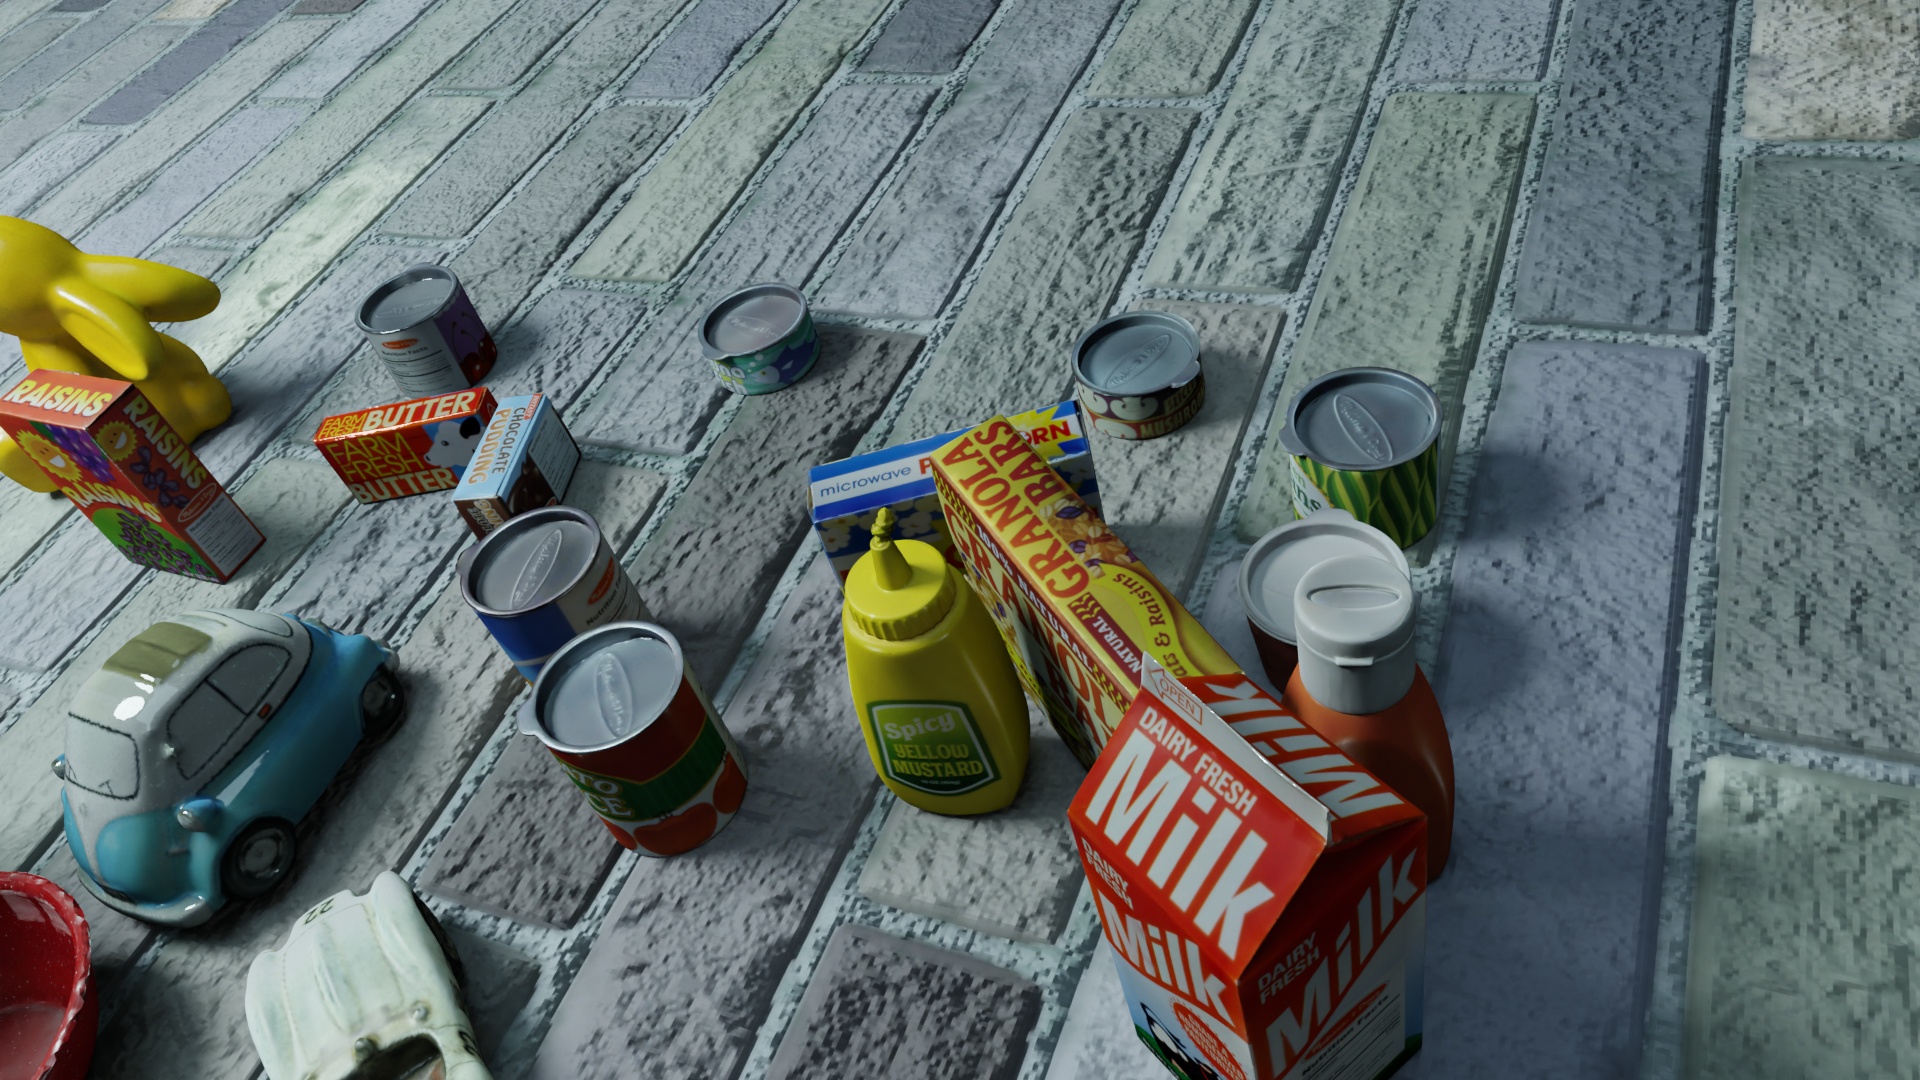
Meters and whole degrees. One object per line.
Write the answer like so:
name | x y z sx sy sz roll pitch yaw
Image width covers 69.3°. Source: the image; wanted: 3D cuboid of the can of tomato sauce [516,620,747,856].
can of tomato sauce | -0.136 0.086 0.588 0.071 0.082 0.071 -9 46 9

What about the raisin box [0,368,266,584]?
raisin box | -0.461 -0.035 0.774 0.086 0.122 0.040 10 51 25

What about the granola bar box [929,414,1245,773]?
granola bar box | 0.052 0.045 0.542 0.039 0.123 0.166 -29 46 -11

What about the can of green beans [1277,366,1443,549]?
can of green beans | 0.182 -0.035 0.625 0.071 0.057 0.071 -9 46 9

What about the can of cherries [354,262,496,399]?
can of cherries | -0.333 -0.131 0.872 0.071 0.058 0.072 -9 46 9

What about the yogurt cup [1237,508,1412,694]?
yogurt cup | 0.151 0.032 0.573 0.072 0.053 0.073 -9 46 9

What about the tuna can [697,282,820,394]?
tuna can | -0.118 -0.116 0.811 0.071 0.032 0.071 -9 46 9

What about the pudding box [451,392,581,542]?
pudding box | -0.241 -0.036 0.759 0.030 0.049 0.084 -4 47 13

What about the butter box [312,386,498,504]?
butter box | -0.309 -0.054 0.795 0.103 0.053 0.024 -9 46 8

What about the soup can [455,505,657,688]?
soup can | -0.186 0.035 0.651 0.071 0.083 0.072 -9 46 9

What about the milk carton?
milk carton | 0.089 0.111 0.420 0.073 0.189 0.072 -35 47 -16

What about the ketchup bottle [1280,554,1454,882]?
ketchup bottle | 0.137 0.067 0.477 0.065 0.148 0.044 -1 47 16

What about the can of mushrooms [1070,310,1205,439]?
can of mushrooms | 0.094 -0.085 0.716 0.071 0.033 0.071 -9 46 9

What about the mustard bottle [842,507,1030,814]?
mustard bottle | -0.014 0.047 0.535 0.065 0.159 0.049 -3 47 14

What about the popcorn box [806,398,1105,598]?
popcorn box | 0.002 -0.008 0.634 0.127 0.084 0.038 -14 45 3
